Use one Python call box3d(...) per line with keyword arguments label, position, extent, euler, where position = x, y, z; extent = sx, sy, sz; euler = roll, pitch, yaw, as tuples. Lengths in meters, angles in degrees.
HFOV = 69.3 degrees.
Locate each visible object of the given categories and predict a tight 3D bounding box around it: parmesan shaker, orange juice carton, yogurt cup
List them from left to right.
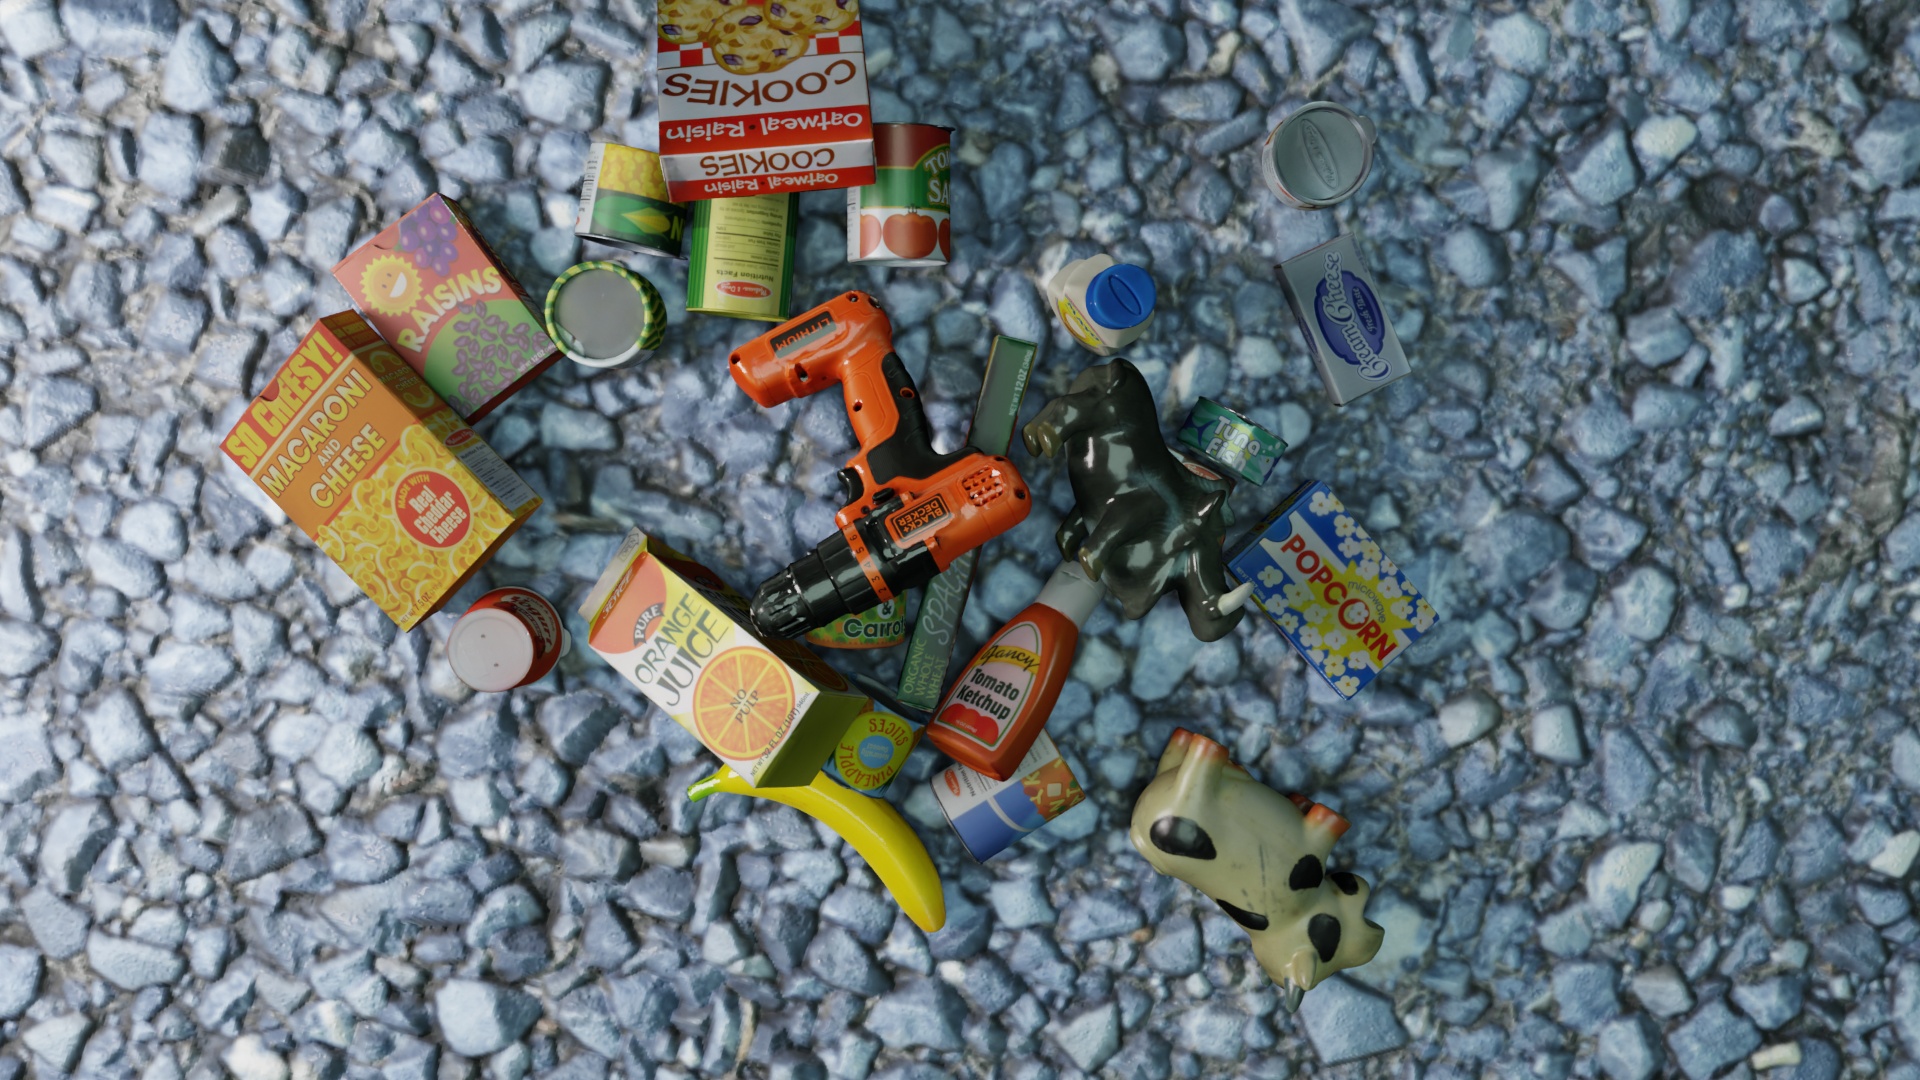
box3d(label="yogurt cup", position=(-0.297, 0.067, 0.899), extent=(0.072, 0.054, 0.072), euler=(0, 96, -2))
box3d(label="orange juice carton", position=(-0.161, 0.071, 0.878), extent=(0.193, 0.073, 0.071), euler=(36, 94, 21))
box3d(label="parmesan shaker", position=(-0.133, -0.193, 0.877), extent=(0.071, 0.071, 0.103), euler=(5, 95, -3))

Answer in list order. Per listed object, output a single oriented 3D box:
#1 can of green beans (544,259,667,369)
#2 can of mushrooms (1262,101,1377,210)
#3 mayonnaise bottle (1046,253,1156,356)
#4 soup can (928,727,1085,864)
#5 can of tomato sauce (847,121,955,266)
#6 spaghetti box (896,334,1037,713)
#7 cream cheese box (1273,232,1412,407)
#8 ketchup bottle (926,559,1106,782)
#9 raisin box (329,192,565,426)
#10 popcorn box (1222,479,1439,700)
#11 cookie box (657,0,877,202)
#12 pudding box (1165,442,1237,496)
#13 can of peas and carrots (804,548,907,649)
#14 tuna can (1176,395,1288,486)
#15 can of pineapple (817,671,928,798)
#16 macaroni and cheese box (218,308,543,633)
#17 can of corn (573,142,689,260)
box3d(label="can of green beans", position=(-0.224, -0.142, 0.880), extent=(0.071, 0.058, 0.071), euler=(0, 96, -3))
box3d(label="can of mushrooms", position=(0.234, -0.251, 0.906), extent=(0.071, 0.033, 0.071), euler=(0, 95, -2))
box3d(label="mayonnaise bottle", position=(0.088, -0.145, 0.851), extent=(0.041, 0.148, 0.064), euler=(-39, 96, 2))
box3d(label="soup can", position=(0.032, 0.166, 0.922), extent=(0.084, 0.071, 0.071), euler=(-31, 97, 0))
box3d(label="can of tomato sauce", position=(-0.037, -0.217, 0.878), extent=(0.071, 0.071, 0.083), euler=(0, 97, -3))
box3d(label="spaghetti box", position=(0.003, -0.011, 0.909), extent=(0.029, 0.050, 0.249), euler=(15, 95, -3))
box3d(label="cream cheese box", position=(0.254, -0.146, 0.922), extent=(0.053, 0.024, 0.103), euler=(-25, 96, 0))
box3d(label="ketchup bottle", position=(0.042, 0.081, 0.902), extent=(0.065, 0.043, 0.149), euler=(22, 67, 34))
box3d(label="raisin box", position=(-0.323, -0.146, 0.884), extent=(0.086, 0.040, 0.123), euler=(-36, 96, 2))
box3d(label="popcorn box", position=(0.247, 0.033, 0.933), extent=(0.085, 0.038, 0.126), euler=(-42, 97, 3))
box3d(label="cookie box", position=(-0.118, -0.282, 0.839), extent=(0.123, 0.040, 0.168), euler=(-6, 61, -3))
box3d(label="pudding box", position=(0.134, -0.038, 0.924), extent=(0.084, 0.030, 0.049), euler=(27, 93, -5))
box3d(label="can of peas and carrots", position=(-0.066, 0.037, 0.900), extent=(0.071, 0.071, 0.058), euler=(2, 97, -3))
box3d(label="tuna can", position=(0.176, -0.064, 0.903), extent=(0.071, 0.071, 0.033), euler=(29, 95, -5))
box3d(label="can of pineapple", position=(-0.063, 0.128, 0.910), extent=(0.071, 0.071, 0.058), euler=(32, 93, -6))
box3d(label="macaroni and cheese box", position=(-0.364, -0.042, 0.872), extent=(0.123, 0.040, 0.166), euler=(-41, 97, 22))
box3d(label="can of corn", position=(-0.201, -0.212, 0.871), extent=(0.071, 0.071, 0.058), euler=(11, 95, -4))
